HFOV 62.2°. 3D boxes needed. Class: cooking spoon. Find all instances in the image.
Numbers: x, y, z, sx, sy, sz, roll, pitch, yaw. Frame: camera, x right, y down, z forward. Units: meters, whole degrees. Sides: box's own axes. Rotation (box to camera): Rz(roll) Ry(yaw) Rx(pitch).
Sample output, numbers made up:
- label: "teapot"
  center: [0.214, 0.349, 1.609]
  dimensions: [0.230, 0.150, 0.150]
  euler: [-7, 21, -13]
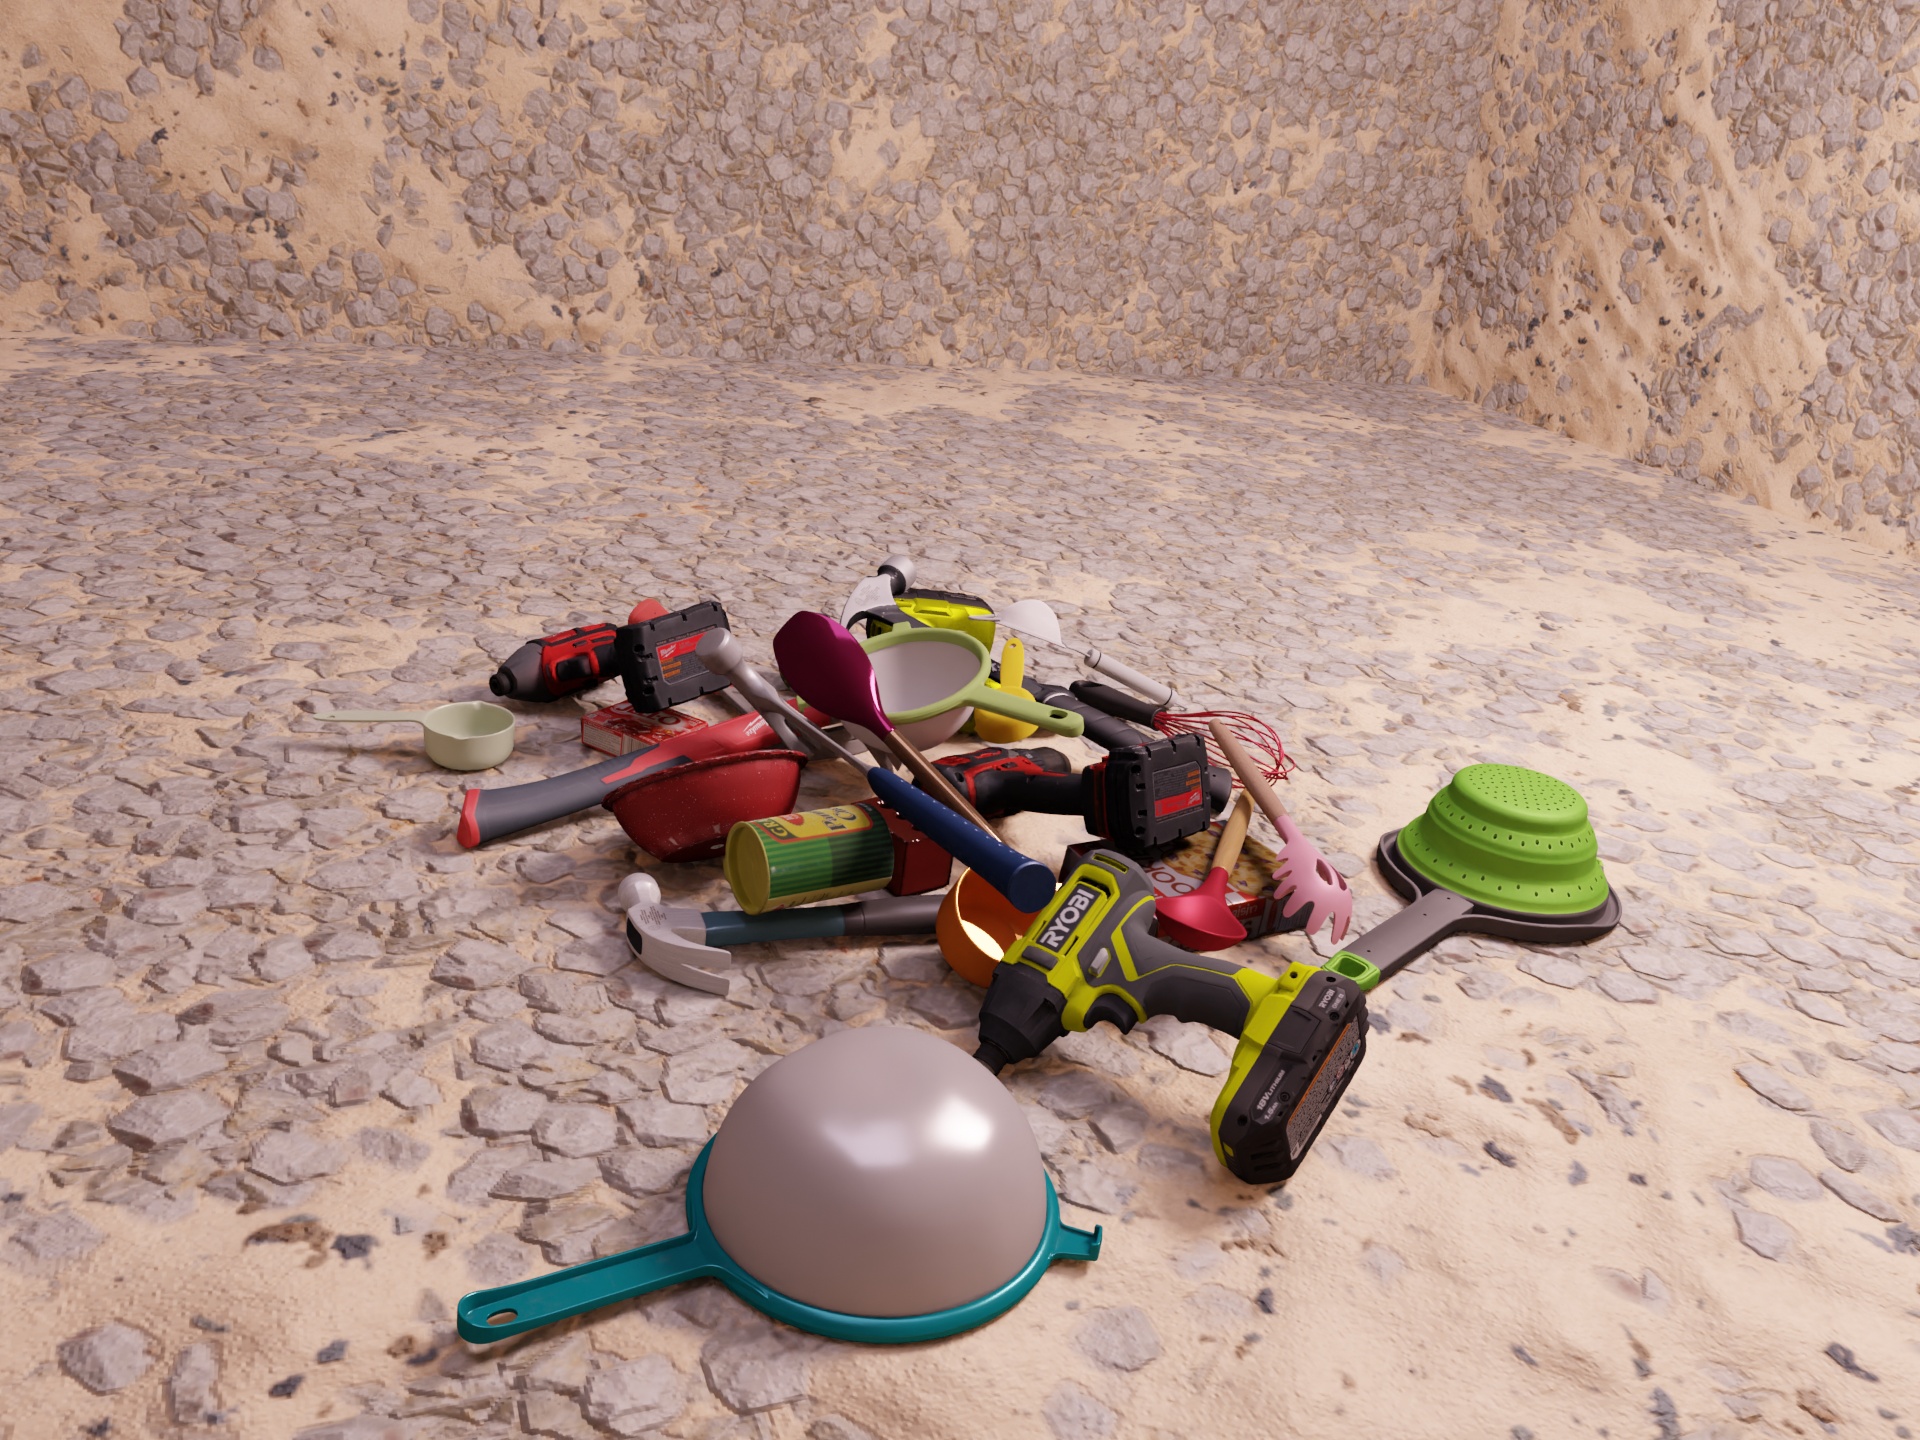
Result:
- label: "cooking spoon"
  center: [-0.040, 0.030, 1.283]
  dimensions: [0.319, 0.069, 0.017]
  euler: [46, 9, 15]

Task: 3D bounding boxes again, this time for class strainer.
- label: "strainer"
  center: [-0.097, 0.241, 0.848]
  dimensions: [0.340, 0.095, 0.211]
  euler: [-7, 27, -33]
- label: "strainer"
  center: [-0.002, -0.004, 1.349]
  dimensions: [0.256, 0.069, 0.151]
  euler: [16, 41, 34]
- label: "strainer"
  center: [0.129, -0.069, 1.627]
  dimensions: [0.258, 0.050, 0.087]
  euler: [26, 4, -18]

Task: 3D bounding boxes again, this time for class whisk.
- label: "whisk"
  center: [0.207, 0.005, 1.552]
  dimensions: [0.073, 0.073, 0.296]
  euler: [-11, 22, -36]

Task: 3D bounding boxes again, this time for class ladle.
- label: "ladle"
  center: [0.203, 0.108, 1.232]
  dimensions: [0.069, 0.031, 0.315]
  euler: [20, 22, 11]

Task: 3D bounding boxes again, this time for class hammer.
- label: "hammer"
  center: [-0.075, 0.144, 1.163]
  dimensions: [0.331, 0.033, 0.128]
  euler: [-2, 23, -19]
- label: "hammer"
  center: [0.068, -0.024, 1.479]
  dimensions: [0.409, 0.036, 0.149]
  euler: [29, 43, 13]
- label: "hammer"
  center: [-0.229, 0.043, 1.327]
  dimensions: [0.386, 0.038, 0.143]
  euler: [-20, 64, -37]
- label: "hammer"
  center: [-0.062, 0.042, 1.179]
  dimensions: [0.035, 0.143, 0.406]
  euler: [-48, 40, -9]
- label: "hammer"
  center: [-0.231, -0.045, 1.565]
  dimensions: [0.149, 0.036, 0.359]
  euler: [-8, 27, -31]

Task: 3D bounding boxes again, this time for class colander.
- label: "colander"
  center: [0.410, 0.116, 1.289]
  dimensions: [0.205, 0.094, 0.397]
  euler: [24, 28, 36]

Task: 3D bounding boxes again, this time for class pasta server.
- label: "pasta server"
  center: [0.249, 0.076, 1.292]
  dimensions: [0.060, 0.040, 0.316]
  euler: [24, 19, -19]

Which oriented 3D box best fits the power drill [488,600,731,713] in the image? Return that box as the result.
- label: "power drill"
  center: [-0.320, -0.053, 1.447]
  dimensions: [0.220, 0.078, 0.143]
  euler: [-2, 15, 41]

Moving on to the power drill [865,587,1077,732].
- label: "power drill"
  center: [0.003, -0.054, 1.605]
  dimensions: [0.190, 0.080, 0.229]
  euler: [4, 25, -16]

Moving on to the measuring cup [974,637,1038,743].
- label: "measuring cup"
  center: [0.043, -0.037, 1.428]
  dimensions: [0.062, 0.029, 0.157]
  euler: [-8, 37, 10]

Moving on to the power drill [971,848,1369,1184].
- label: "power drill"
  center: [0.128, 0.191, 1.012]
  dimensions: [0.223, 0.080, 0.171]
  euler: [22, 60, 34]

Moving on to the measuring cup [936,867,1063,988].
- label: "measuring cup"
  center: [0.059, 0.140, 1.152]
  dimensions: [0.173, 0.052, 0.095]
  euler: [-12, 63, -37]

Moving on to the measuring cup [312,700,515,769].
- label: "measuring cup"
  center: [-0.466, 0.013, 1.361]
  dimensions: [0.167, 0.038, 0.083]
  euler: [2, 23, -6]

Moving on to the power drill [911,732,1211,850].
- label: "power drill"
  center: [0.095, 0.053, 1.324]
  dimensions: [0.227, 0.080, 0.188]
  euler: [0, 6, 38]
